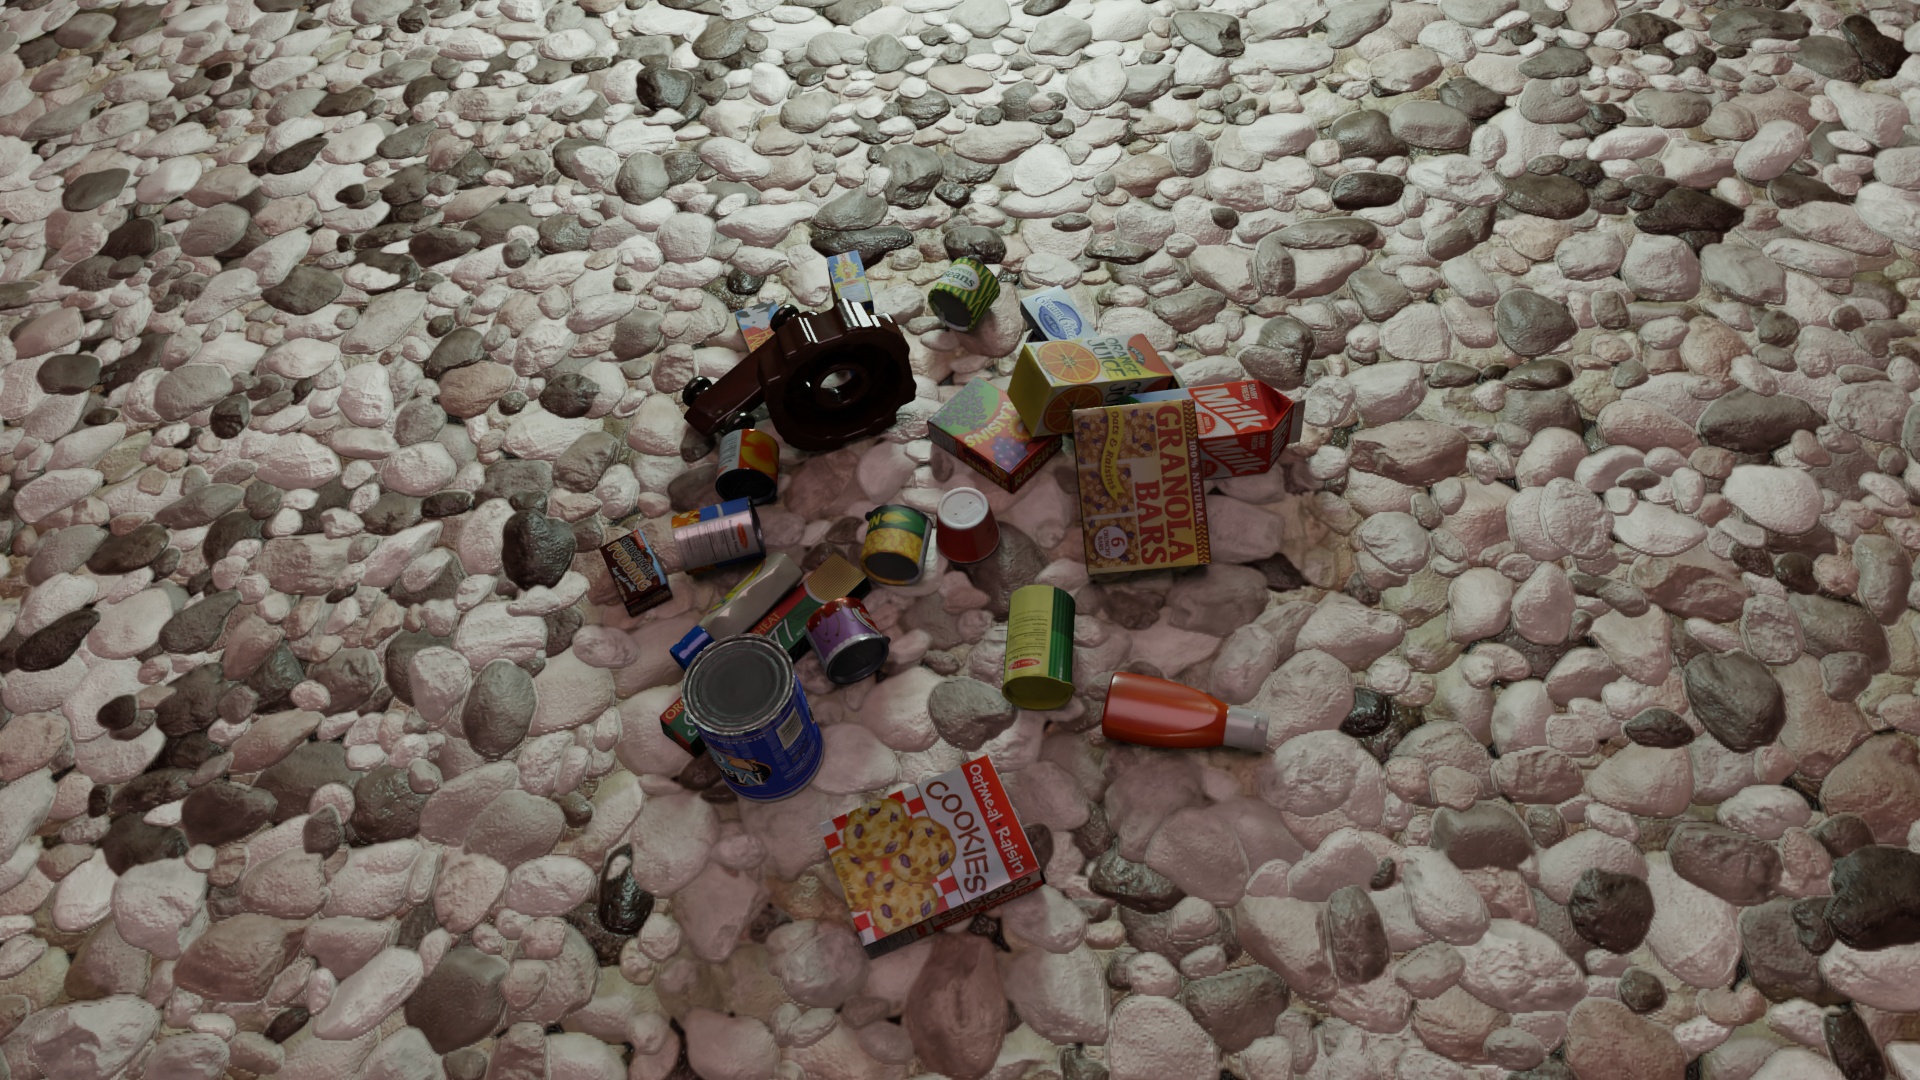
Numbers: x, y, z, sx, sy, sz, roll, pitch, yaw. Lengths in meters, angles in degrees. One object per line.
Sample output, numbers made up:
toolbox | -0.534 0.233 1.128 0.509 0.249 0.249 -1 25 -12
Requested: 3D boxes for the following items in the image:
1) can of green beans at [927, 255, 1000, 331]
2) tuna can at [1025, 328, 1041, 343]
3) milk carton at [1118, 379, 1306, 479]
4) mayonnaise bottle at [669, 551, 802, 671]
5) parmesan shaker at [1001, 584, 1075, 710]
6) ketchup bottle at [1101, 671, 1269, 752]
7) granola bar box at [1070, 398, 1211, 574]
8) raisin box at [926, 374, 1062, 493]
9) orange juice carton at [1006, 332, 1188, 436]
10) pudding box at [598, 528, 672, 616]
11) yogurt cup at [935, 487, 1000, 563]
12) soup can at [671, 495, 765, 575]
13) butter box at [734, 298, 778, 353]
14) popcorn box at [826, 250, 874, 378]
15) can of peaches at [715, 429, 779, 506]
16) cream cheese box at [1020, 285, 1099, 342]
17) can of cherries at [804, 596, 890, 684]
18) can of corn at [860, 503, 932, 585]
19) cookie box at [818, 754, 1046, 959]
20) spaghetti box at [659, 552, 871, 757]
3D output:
can of green beans | 0.004 -0.287 1.621 0.071 0.071 0.058 25 62 23
tuna can | 0.106 -0.215 1.577 0.071 0.032 0.071 -3 54 5
milk carton | 0.265 -0.114 1.459 0.191 0.072 0.074 -6 54 3
mayonnaise bottle | -0.226 0.073 1.396 0.148 0.064 0.041 -44 102 -20
parmesan shaker | 0.079 0.102 1.331 0.071 0.071 0.103 1 54 8
ketchup bottle | 0.208 0.164 1.284 0.149 0.043 0.065 9 57 13
granola bar box | 0.180 -0.053 1.394 0.124 0.039 0.165 -6 89 3
raisin box | 0.038 -0.117 1.511 0.123 0.040 0.086 35 65 27
orange juice carton | 0.156 -0.170 1.494 0.193 0.072 0.072 -8 50 -25
pudding box | -0.340 0.033 1.456 0.050 0.030 0.084 -25 55 -12
yogurt cup | 0.005 -0.018 1.435 0.072 0.053 0.073 -3 55 5
soup can | -0.252 -0.005 1.453 0.084 0.071 0.071 -15 54 -2
butter box | -0.227 -0.238 1.641 0.053 0.024 0.104 -21 54 -8
popcorn box | -0.120 -0.251 1.574 0.038 0.126 0.085 -12 54 -6
can of peaches | -0.228 -0.078 1.502 0.071 0.071 0.058 -5 54 4
cream cheese box | 0.113 -0.240 1.557 0.053 0.024 0.104 -23 54 -12
can of cherries | -0.110 0.096 1.359 0.071 0.071 0.058 -26 54 -11
can of corn | -0.068 0.004 1.420 0.071 0.070 0.058 4 56 10
cookie box | -0.026 0.279 1.234 0.168 0.040 0.123 -22 55 -7
spaghetti box | -0.192 0.111 1.382 0.050 0.028 0.251 33 64 28
